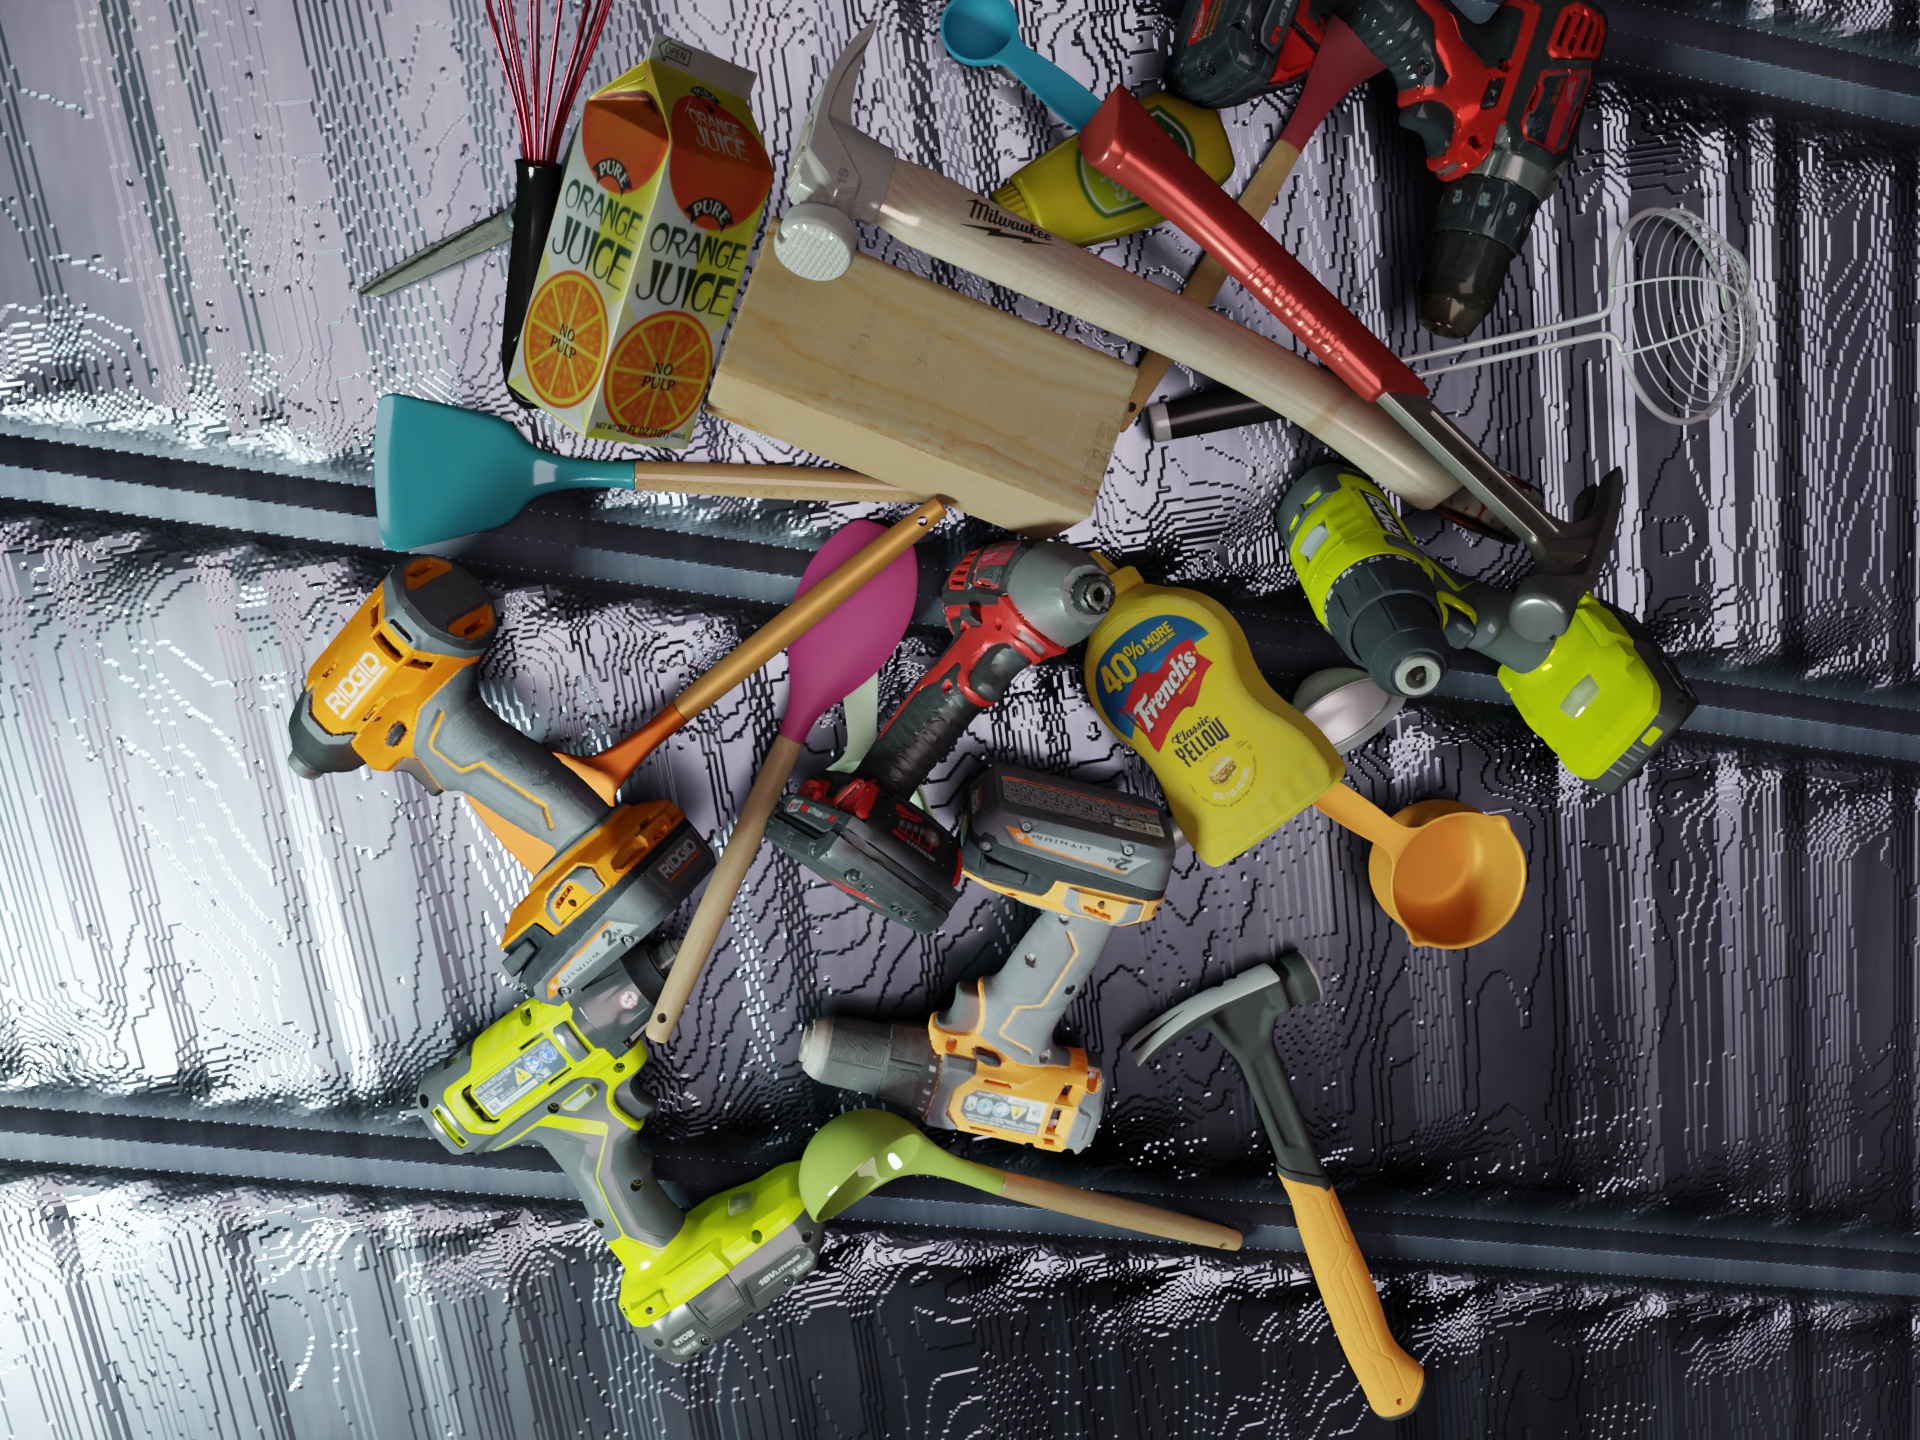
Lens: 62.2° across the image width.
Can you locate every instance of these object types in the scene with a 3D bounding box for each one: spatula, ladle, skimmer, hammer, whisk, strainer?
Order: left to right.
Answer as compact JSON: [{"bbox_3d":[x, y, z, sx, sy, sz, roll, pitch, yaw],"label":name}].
[{"bbox_3d":[-0.212,-0.302,0.805,0.073,0.073,0.295,5,115,-10],"label":"whisk"},{"bbox_3d":[-0.154,-0.132,0.879,0.317,0.044,0.082,1,100,-10],"label":"spatula"},{"bbox_3d":[-0.138,-0.023,0.897,0.322,0.041,0.081,-38,102,3],"label":"spatula"},{"bbox_3d":[0.048,0.297,0.969,0.320,0.062,0.078,21,122,-24],"label":"ladle"},{"bbox_3d":[0.105,-0.218,0.836,0.410,0.038,0.146,21,61,-20],"label":"hammer"},{"bbox_3d":[0.171,0.034,0.965,0.258,0.050,0.086,-37,148,6],"label":"strainer"},{"bbox_3d":[0.171,-0.302,0.901,0.069,0.031,0.315,30,98,-13],"label":"ladle"},{"bbox_3d":[0.224,0.319,1.036,0.127,0.034,0.336,-25,104,-4],"label":"hammer"},{"bbox_3d":[0.209,-0.202,0.843,0.359,0.036,0.149,42,49,-6],"label":"hammer"},{"bbox_3d":[0.289,-0.210,0.936,0.363,0.090,0.127,-12,95,5],"label":"skimmer"}]

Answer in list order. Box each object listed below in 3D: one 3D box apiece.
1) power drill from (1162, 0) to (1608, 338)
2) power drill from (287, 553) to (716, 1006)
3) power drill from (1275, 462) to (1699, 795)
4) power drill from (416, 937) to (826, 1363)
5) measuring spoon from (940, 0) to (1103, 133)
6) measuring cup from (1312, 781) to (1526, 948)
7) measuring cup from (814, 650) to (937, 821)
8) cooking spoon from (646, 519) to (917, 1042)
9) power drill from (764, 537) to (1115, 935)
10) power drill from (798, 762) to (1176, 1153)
[{"bbox_3d":[0.225,-0.325,0.843,0.226,0.080,0.188,18,94,-21],"label":"power drill"},{"bbox_3d":[-0.260,0.041,0.861,0.164,0.084,0.226,-39,96,30],"label":"power drill"},{"bbox_3d":[0.293,-0.045,0.893,0.228,0.191,0.080,23,119,-18],"label":"power drill"},{"bbox_3d":[-0.184,0.249,0.940,0.171,0.080,0.223,-35,102,0],"label":"power drill"},{"bbox_3d":[0.043,-0.343,0.857,0.128,0.021,0.042,42,89,6],"label":"measuring spoon"},{"bbox_3d":[0.264,0.070,0.981,0.173,0.052,0.095,32,96,-12],"label":"measuring cup"},{"bbox_3d":[-0.058,0.014,0.933,0.083,0.038,0.167,-2,87,-5],"label":"measuring cup"},{"bbox_3d":[-0.107,0.034,0.903,0.069,0.017,0.319,23,87,8],"label":"cooking spoon"},{"bbox_3d":[-0.001,-0.003,0.852,0.078,0.143,0.220,38,78,-22],"label":"power drill"},{"bbox_3d":[0.015,0.143,0.936,0.185,0.084,0.226,13,111,-7],"label":"power drill"}]
